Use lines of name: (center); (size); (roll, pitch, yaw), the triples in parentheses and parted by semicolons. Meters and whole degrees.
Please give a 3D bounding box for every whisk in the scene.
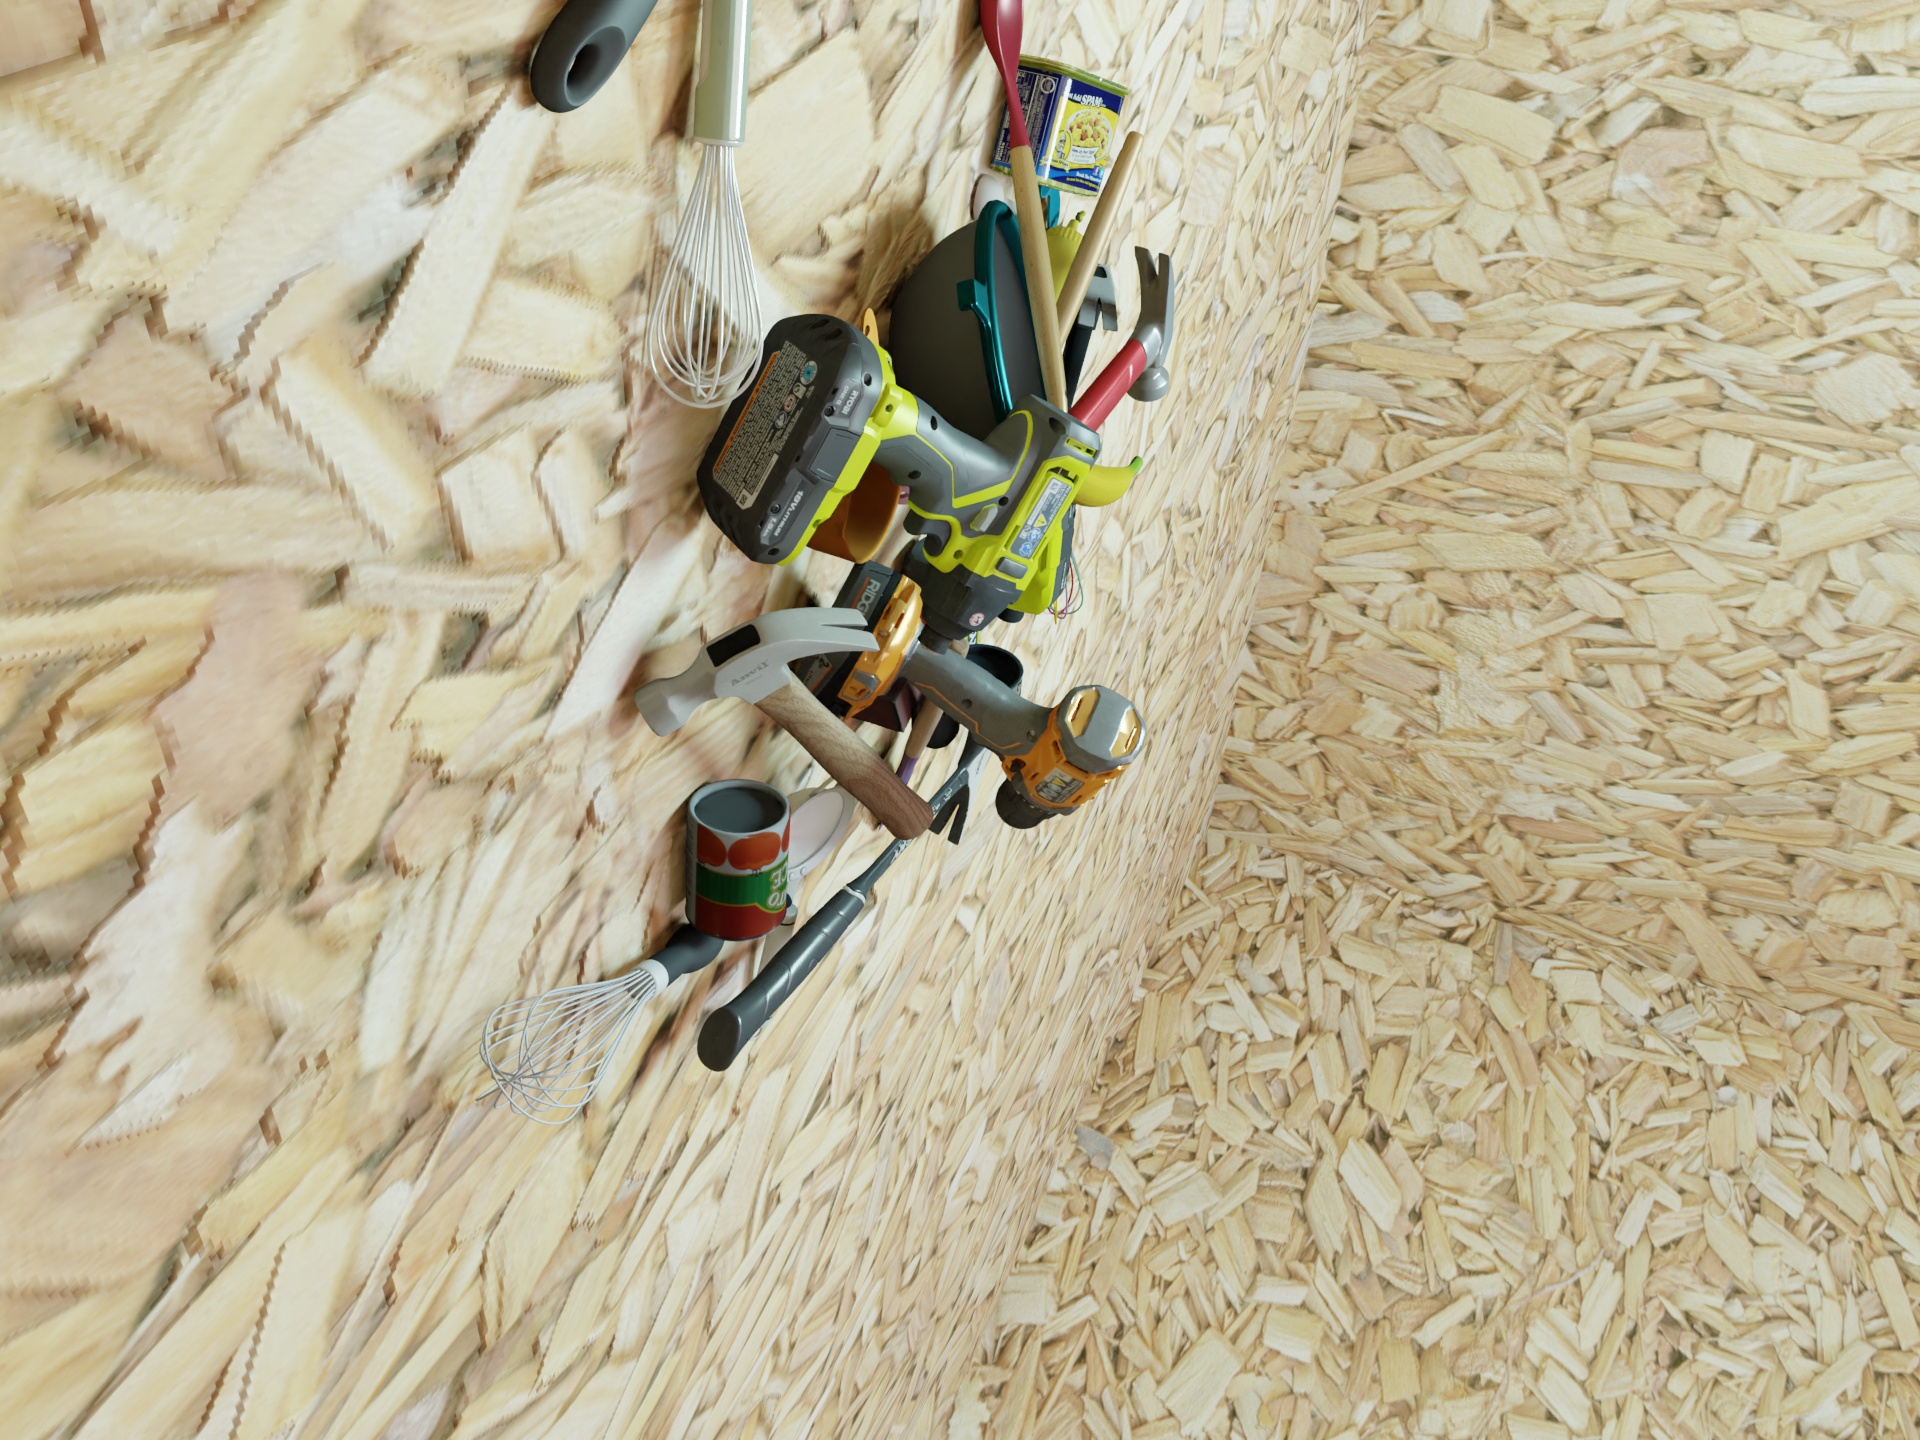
whisk: (-0.105, -0.381, 0.696); (0.296, 0.073, 0.073); (-62, 162, -15)
whisk: (0.097, -0.192, 1.599); (0.047, 0.051, 0.244); (-53, 152, -37)
whisk: (-0.120, -0.275, 0.778); (0.058, 0.059, 0.246); (-127, -140, -63)
whisk: (-0.200, 0.163, 0.940); (0.284, 0.070, 0.070); (-34, 139, -74)

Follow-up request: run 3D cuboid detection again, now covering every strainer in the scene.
strainer: (-0.130, 0.134, 1.169); (0.087, 0.050, 0.258); (-18, 132, -49)
strainer: (0.010, -0.281, 1.142); (0.341, 0.095, 0.210); (-82, 159, -50)

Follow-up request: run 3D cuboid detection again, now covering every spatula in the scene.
spatula: (-0.032, 0.011, 1.265); (0.315, 0.018, 0.060); (116, -1, -62)

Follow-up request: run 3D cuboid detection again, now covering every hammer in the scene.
hammer: (0.066, -0.208, 1.237); (0.386, 0.038, 0.143); (-53, 155, -30)
hammer: (-0.079, 0.016, 1.025); (0.130, 0.031, 0.331); (-30, 154, 5)
hammer: (-0.075, 0.126, 1.210); (0.409, 0.036, 0.149); (-46, 159, -49)
hammer: (0.081, -0.243, 1.444); (0.146, 0.035, 0.334); (-96, -162, -63)

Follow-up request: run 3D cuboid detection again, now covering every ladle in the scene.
ladle: (0.046, -0.361, 1.077); (0.069, 0.031, 0.315); (-5, 87, -73)

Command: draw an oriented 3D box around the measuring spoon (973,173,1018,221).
measuring spoon: (0.036, -0.393, 1.224); (0.124, 0.018, 0.034); (-24, 129, -71)

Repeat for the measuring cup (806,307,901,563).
measuring cup: (-0.077, -0.182, 1.001); (0.095, 0.052, 0.173); (-56, 155, -46)

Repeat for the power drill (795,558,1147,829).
power drill: (-0.002, -0.004, 1.112); (0.084, 0.226, 0.185); (-65, -174, -27)

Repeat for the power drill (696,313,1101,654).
power drill: (-0.034, -0.131, 0.936); (0.223, 0.080, 0.171); (16, 111, -45)

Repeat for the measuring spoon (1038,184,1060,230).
measuring spoon: (0.068, -0.433, 1.307); (0.042, 0.021, 0.128); (-63, 172, -5)

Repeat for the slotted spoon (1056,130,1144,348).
slotted spoon: (0.077, -0.307, 1.248); (0.070, 0.031, 0.313); (-56, 168, -78)

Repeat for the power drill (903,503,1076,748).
power drill: (0.017, -0.100, 1.360); (0.229, 0.080, 0.190); (-51, 153, -47)

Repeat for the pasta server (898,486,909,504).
pasta server: (0.004, -0.219, 1.289); (0.316, 0.040, 0.060); (-44, 147, -67)
